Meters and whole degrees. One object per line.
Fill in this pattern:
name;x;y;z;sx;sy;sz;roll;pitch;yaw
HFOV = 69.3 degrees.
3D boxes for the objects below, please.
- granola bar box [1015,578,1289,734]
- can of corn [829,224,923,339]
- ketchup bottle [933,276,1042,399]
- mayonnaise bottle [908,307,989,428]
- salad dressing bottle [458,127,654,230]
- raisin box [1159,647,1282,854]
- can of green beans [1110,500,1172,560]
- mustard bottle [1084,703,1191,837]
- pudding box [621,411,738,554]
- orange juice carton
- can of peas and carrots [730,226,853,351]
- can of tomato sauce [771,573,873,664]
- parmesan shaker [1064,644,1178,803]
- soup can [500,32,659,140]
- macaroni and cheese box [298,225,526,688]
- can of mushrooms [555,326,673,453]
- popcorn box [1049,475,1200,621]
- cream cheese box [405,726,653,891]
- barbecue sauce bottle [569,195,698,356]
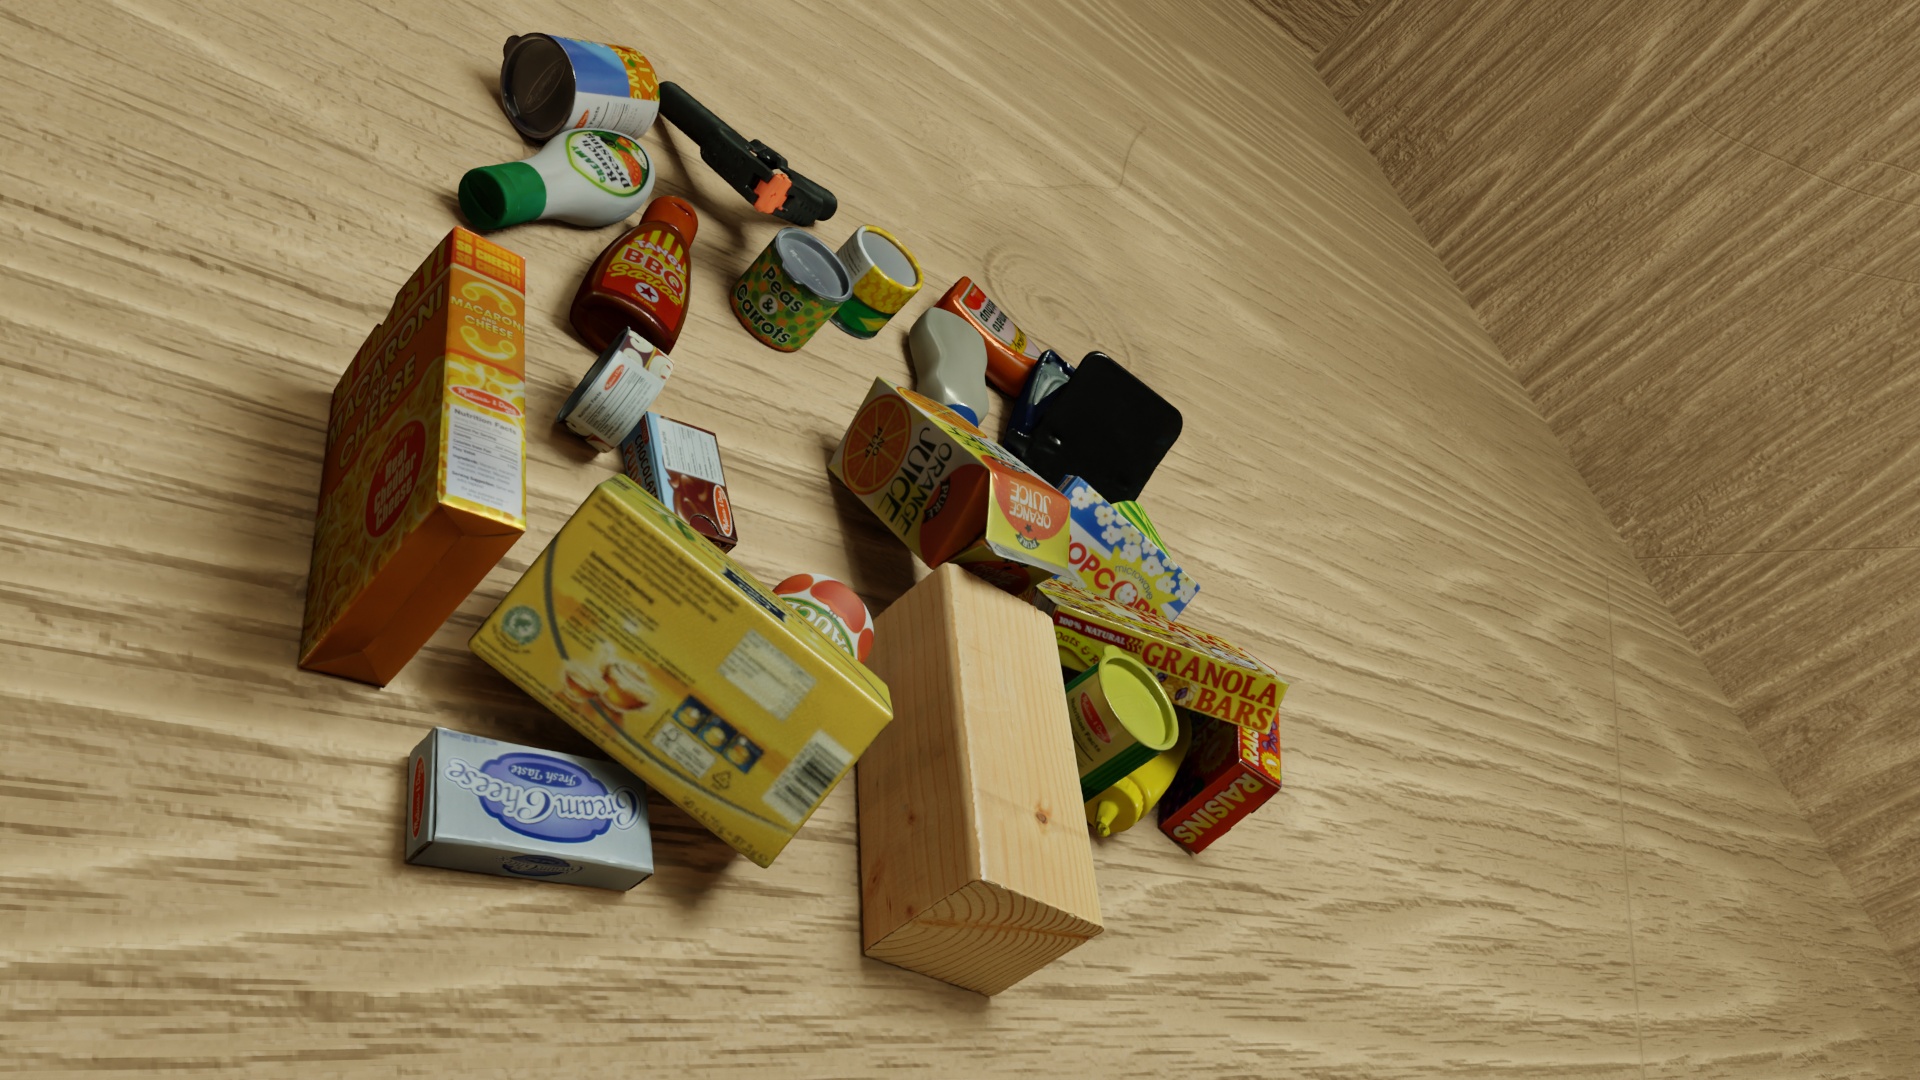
granola bar box;0.117;0.071;0.923;0.165;0.039;0.124;19;6;-13
can of corn;-0.069;-0.197;1.061;0.071;0.058;0.071;32;35;-26
ketchup bottle;0.040;-0.154;1.167;0.148;0.043;0.065;43;31;-11
mayonnaise bottle;-0.007;-0.115;1.067;0.064;0.041;0.149;28;37;-29
salad dressing bottle;-0.251;-0.224;0.872;0.064;0.044;0.148;53;31;-4
raisin box;0.182;0.146;0.974;0.040;0.085;0.124;35;33;-12
can of green beans;0.123;0.011;1.069;0.071;0.071;0.058;7;50;-49
mustard bottle;0.108;0.148;0.914;0.065;0.048;0.161;44;31;-2
pudding box;-0.160;-0.029;0.786;0.049;0.030;0.084;18;42;-42
orange juice carton;-0.001;-0.027;0.872;0.072;0.073;0.193;21;14;-39
can of peas and carrots;-0.119;-0.174;0.971;0.071;0.058;0.071;32;35;-26
can of tomato sauce;-0.089;0.063;0.736;0.071;0.071;0.083;46;30;-6
parmesan shaker;0.071;0.120;0.844;0.071;0.102;0.072;33;34;-26
soup can;-0.256;-0.305;0.934;0.071;0.071;0.084;54;30;8
macaroni and cheese box;-0.237;-0.039;0.607;0.040;0.123;0.167;23;39;-39
can of mushrooms;-0.192;-0.084;0.773;0.033;0.070;0.071;37;33;-20
popcorn box;0.098;0.025;0.999;0.126;0.085;0.038;41;-2;-14
cream cheese box;-0.184;0.117;0.599;0.104;0.024;0.053;21;41;-39
barbecue sauce bottle;-0.198;-0.169;0.880;0.065;0.043;0.149;34;33;-22
